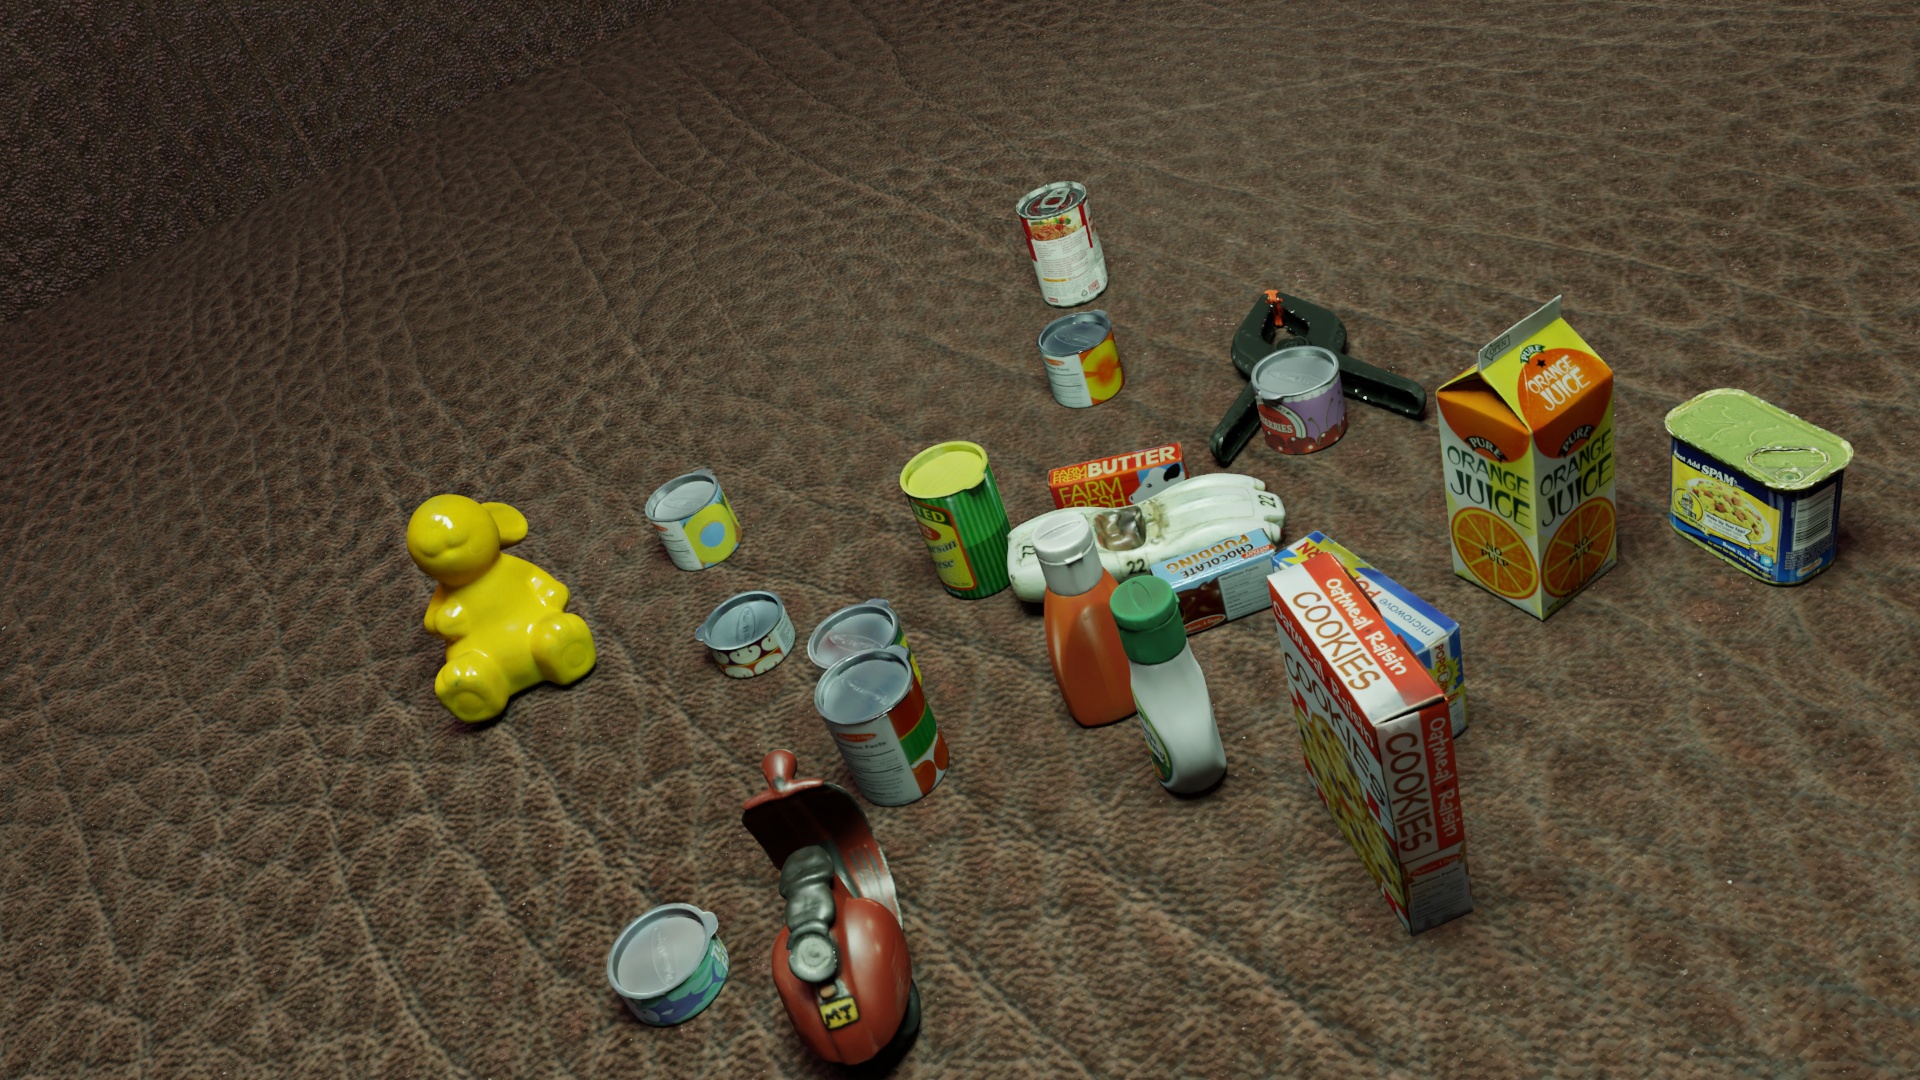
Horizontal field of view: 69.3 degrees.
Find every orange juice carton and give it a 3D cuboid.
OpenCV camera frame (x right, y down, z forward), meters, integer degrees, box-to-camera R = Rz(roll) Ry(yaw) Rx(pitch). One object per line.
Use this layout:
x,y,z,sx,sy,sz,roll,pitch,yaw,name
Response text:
0.346,-0.053,0.848,0.072,0.191,0.073,-33,38,-16,orange juice carton

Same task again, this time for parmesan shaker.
0.004,-0.013,1.036,0.071,0.102,0.072,-13,37,10,parmesan shaker

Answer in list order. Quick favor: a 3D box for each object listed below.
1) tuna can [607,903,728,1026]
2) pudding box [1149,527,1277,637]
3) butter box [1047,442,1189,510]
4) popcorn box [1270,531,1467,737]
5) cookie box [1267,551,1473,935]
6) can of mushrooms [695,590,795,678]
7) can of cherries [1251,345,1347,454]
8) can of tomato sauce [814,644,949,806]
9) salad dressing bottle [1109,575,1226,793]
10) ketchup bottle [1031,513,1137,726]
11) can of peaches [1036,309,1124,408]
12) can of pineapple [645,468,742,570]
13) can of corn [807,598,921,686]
-0.173,0.254,0.838,0.071,0.032,0.071,-13,37,10,tuna can
0.175,0.030,0.945,0.084,0.049,0.030,-20,36,1,pudding box
0.122,-0.038,1.053,0.103,0.053,0.024,-11,37,12,butter box
0.247,0.060,0.842,0.038,0.085,0.127,-30,37,-13,popcorn box
0.216,0.106,0.729,0.040,0.166,0.123,-22,36,-1,cookie box
-0.164,0.072,1.066,0.071,0.033,0.071,-13,37,10,can of mushrooms
0.260,-0.107,1.072,0.071,0.058,0.072,-13,37,10,can of cherries
-0.049,0.121,0.907,0.071,0.082,0.071,-13,37,10,can of tomato sauce
0.122,0.085,0.817,0.044,0.147,0.064,-20,36,1,salad dressing bottle
0.081,0.050,0.880,0.065,0.148,0.044,-24,36,-5,ketchup bottle
0.107,-0.158,1.211,0.071,0.057,0.071,-13,37,10,can of peaches
-0.226,-0.017,1.189,0.071,0.057,0.071,-13,37,10,can of pineapple
-0.065,0.086,0.981,0.071,0.058,0.071,-13,37,10,can of corn
